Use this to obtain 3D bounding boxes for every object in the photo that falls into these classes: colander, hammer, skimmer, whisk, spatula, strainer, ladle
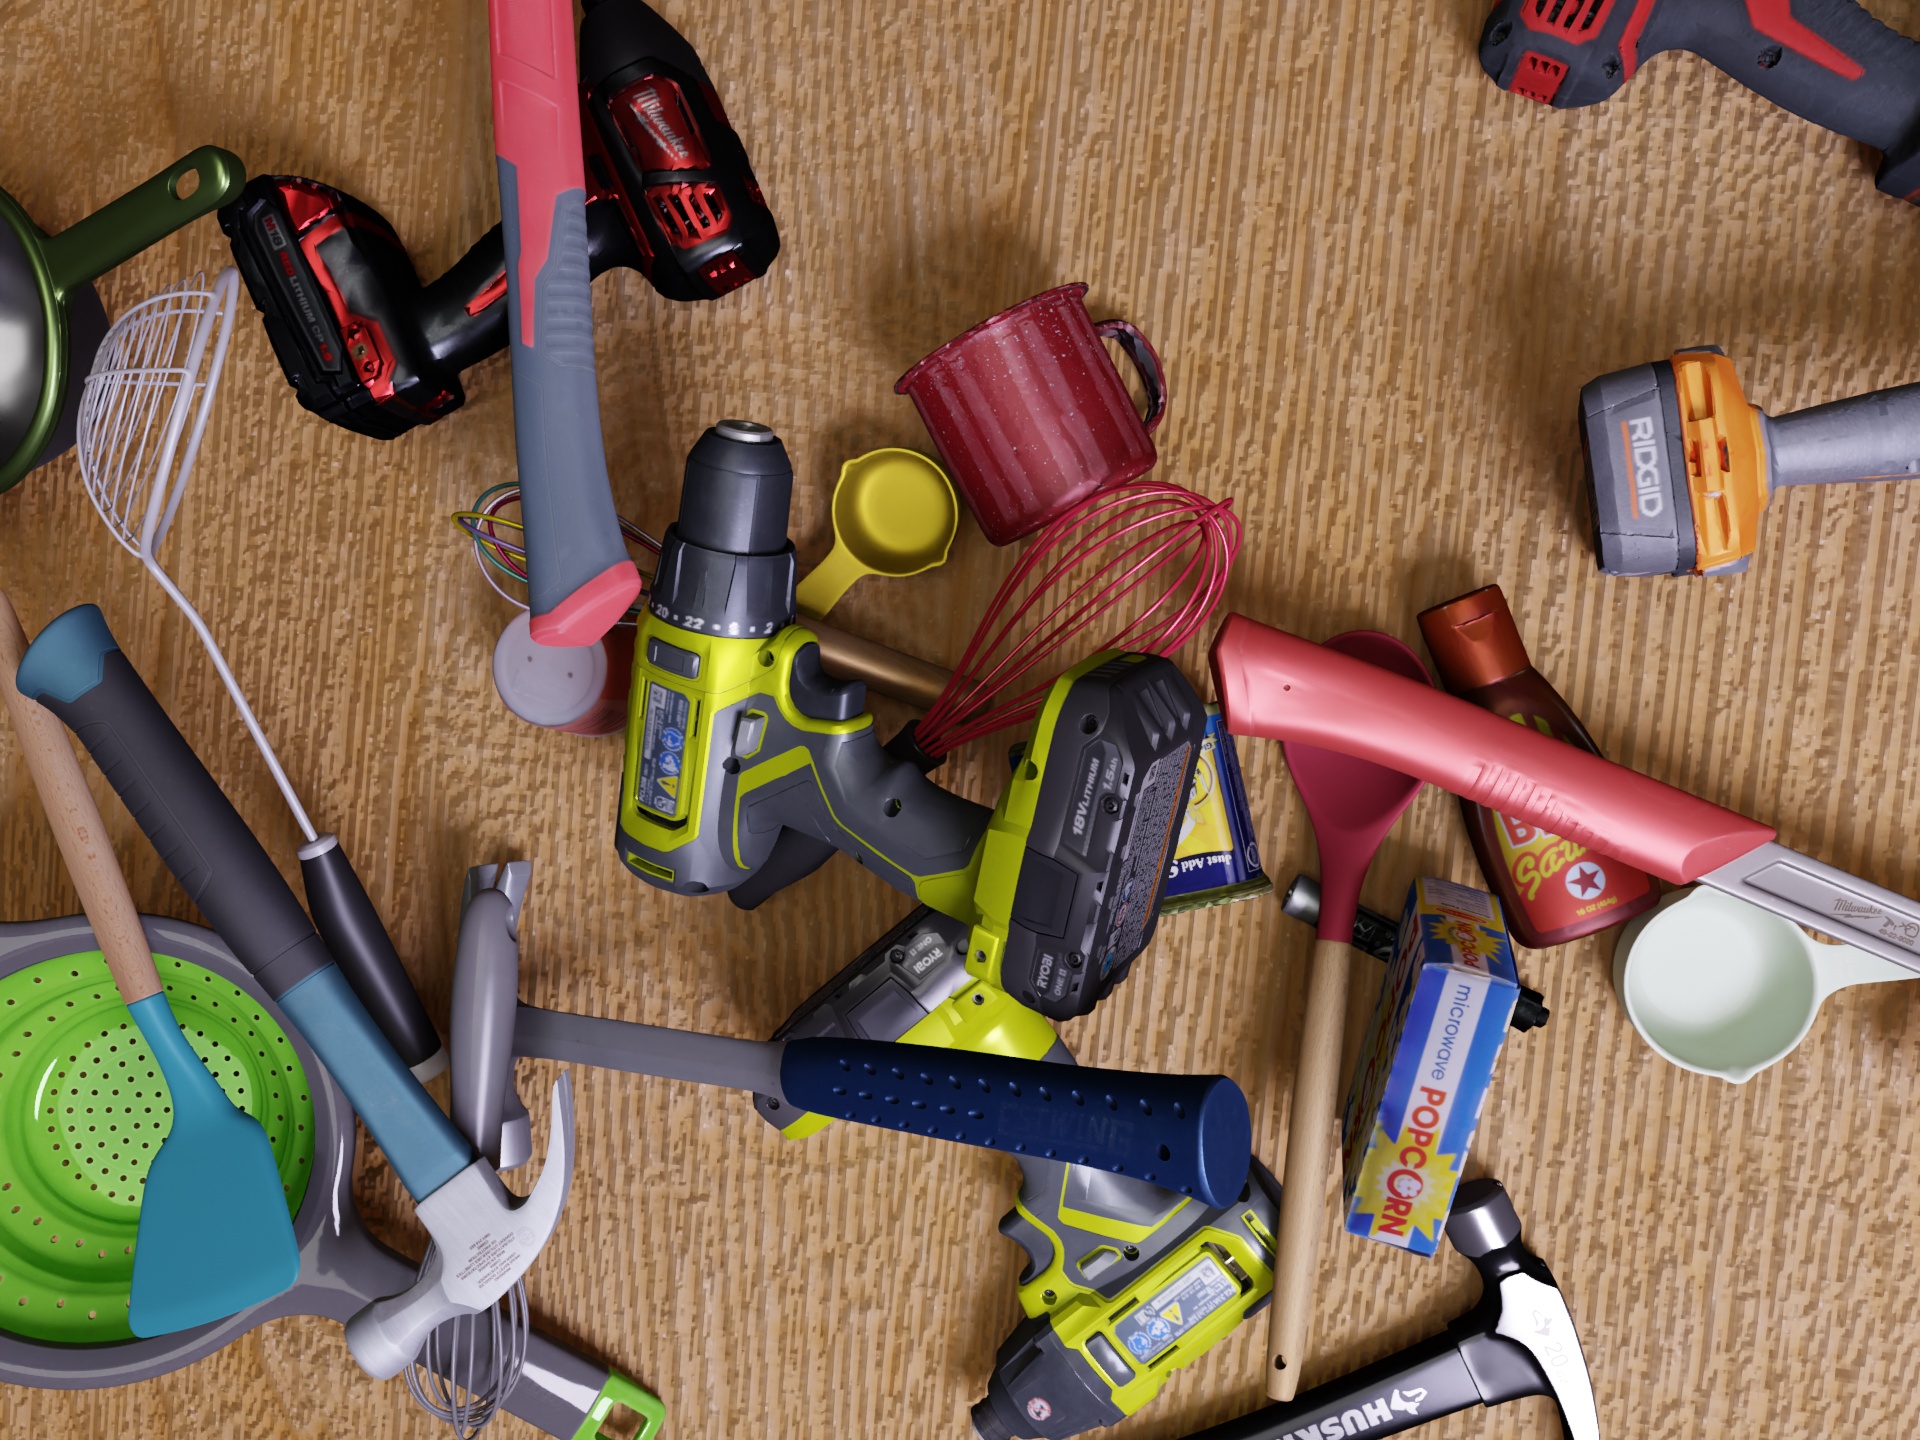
[{"bbox_3d":[-0.315,0.231,0.743,0.397,0.094,0.204,34,79,-12],"label":"colander"},{"bbox_3d":[-0.187,-0.221,0.652,0.143,0.038,0.386,-5,84,6],"label":"hammer"},{"bbox_3d":[0.270,0.031,0.627,0.359,0.036,0.149,23,91,3],"label":"hammer"},{"bbox_3d":[-0.279,0.097,0.653,0.128,0.033,0.331,-36,90,-8],"label":"hammer"},{"bbox_3d":[-0.075,0.133,0.633,0.405,0.035,0.144,-2,91,38],"label":"hammer"},{"bbox_3d":[-0.284,-0.011,0.704,0.090,0.127,0.363,-25,106,-17],"label":"skimmer"},{"bbox_3d":[-0.001,-0.002,0.671,0.296,0.073,0.073,-39,86,26],"label":"whisk"},{"bbox_3d":[-0.356,0.094,0.666,0.082,0.044,0.317,-21,91,10],"label":"spatula"},{"bbox_3d":[0.116,0.334,0.705,0.335,0.035,0.146,-26,88,9],"label":"hammer"},{"bbox_3d":[-0.102,-0.047,0.697,0.245,0.051,0.047,20,138,-11],"label":"whisk"},{"bbox_3d":[-0.404,-0.194,0.727,0.256,0.069,0.151,-19,90,22],"label":"strainer"},{"bbox_3d":[0.153,0.118,0.663,0.069,0.031,0.315,4,79,30],"label":"ladle"},{"bbox_3d":[-0.210,0.192,0.693,0.055,0.055,0.239,3,89,8],"label":"whisk"}]

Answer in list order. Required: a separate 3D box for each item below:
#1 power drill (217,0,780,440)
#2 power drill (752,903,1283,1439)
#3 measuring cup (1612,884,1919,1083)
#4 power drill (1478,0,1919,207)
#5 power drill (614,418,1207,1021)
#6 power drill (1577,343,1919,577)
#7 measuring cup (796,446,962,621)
[{"bbox_3d":[-0.204,-0.227,0.712,0.219,0.078,0.143,-24,89,6],"label":"power drill"},{"bbox_3d":[0.020,0.198,0.695,0.171,0.080,0.223,-40,89,8],"label":"power drill"},{"bbox_3d":[0.357,0.098,0.660,0.167,0.038,0.083,-11,91,7],"label":"measuring cup"},{"bbox_3d":[0.343,-0.313,0.628,0.227,0.080,0.188,24,95,10],"label":"power drill"},{"bbox_3d":[-0.030,0.000,0.611,0.229,0.080,0.190,20,112,23],"label":"power drill"},{"bbox_3d":[0.359,-0.107,0.604,0.226,0.164,0.084,-7,91,21],"label":"power drill"},{"bbox_3d":[-0.060,-0.062,0.725,0.062,0.029,0.156,45,110,-3],"label":"measuring cup"}]
